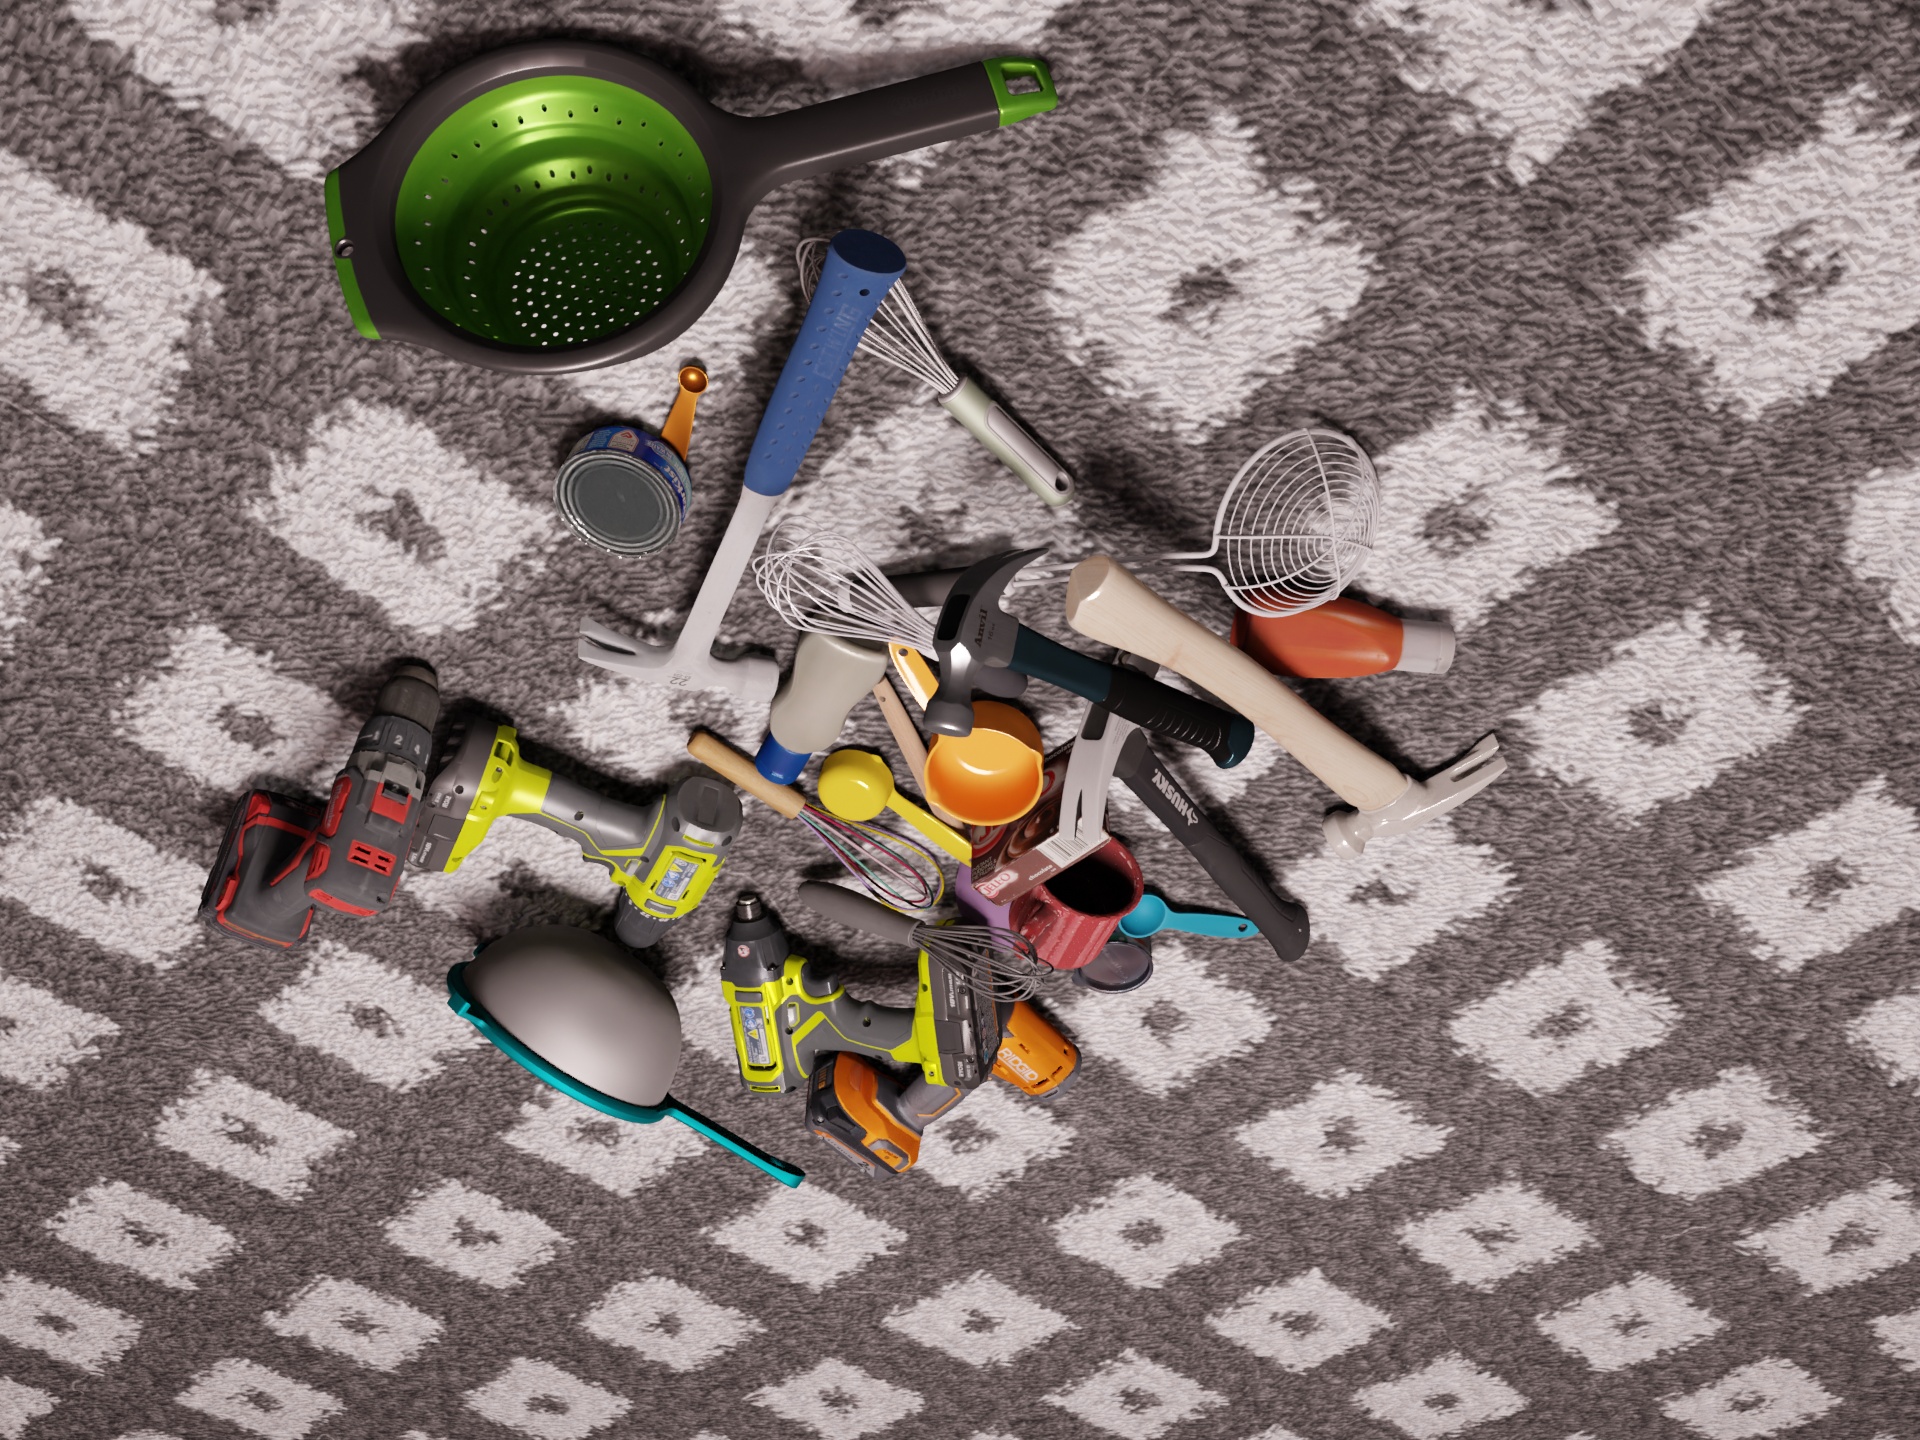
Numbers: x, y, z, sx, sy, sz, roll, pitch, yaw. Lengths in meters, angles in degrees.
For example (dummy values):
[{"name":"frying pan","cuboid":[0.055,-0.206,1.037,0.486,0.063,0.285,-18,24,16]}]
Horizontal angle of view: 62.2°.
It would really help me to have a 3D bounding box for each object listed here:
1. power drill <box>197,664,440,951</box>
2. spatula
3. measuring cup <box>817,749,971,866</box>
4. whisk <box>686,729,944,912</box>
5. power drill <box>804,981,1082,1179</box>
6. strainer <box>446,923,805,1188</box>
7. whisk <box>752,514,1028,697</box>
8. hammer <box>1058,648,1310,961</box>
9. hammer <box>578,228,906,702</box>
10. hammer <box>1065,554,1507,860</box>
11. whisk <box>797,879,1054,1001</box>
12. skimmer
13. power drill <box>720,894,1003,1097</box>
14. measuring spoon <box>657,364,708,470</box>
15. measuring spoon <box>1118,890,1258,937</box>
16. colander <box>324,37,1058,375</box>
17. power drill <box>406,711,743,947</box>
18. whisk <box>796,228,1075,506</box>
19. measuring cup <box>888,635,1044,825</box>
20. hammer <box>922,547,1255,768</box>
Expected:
[{"name":"power drill","cuboid":[-0.465,0.069,1.179,0.080,0.188,0.226,30,144,-34]},{"name":"spatula","cuboid":[-0.008,0.084,1.253,0.060,0.018,0.315,-6,132,23]},{"name":"measuring cup","cuboid":[-0.043,0.080,1.226,0.156,0.029,0.062,36,132,-13]},{"name":"whisk","cuboid":[-0.112,0.083,1.241,0.244,0.051,0.047,35,129,-21]},{"name":"power drill","cuboid":[-0.029,0.305,1.406,0.226,0.084,0.164,-32,120,21]},{"name":"strainer","cuboid":[-0.252,0.264,1.308,0.340,0.211,0.095,35,87,-11]},{"name":"whisk","cuboid":[-0.035,-0.060,1.050,0.070,0.070,0.284,-30,149,24]},{"name":"hammer","cuboid":[0.182,0.096,1.203,0.035,0.146,0.334,3,148,42]},{"name":"hammer","cuboid":[-0.131,-0.139,0.985,0.144,0.035,0.405,9,144,-21]},{"name":"hammer","cuboid":[0.221,-0.014,1.084,0.146,0.038,0.410,-34,137,27]},{"name":"whisk","cuboid":[-0.032,0.163,1.226,0.239,0.055,0.055,16,139,33]},{"name":"skimmer","cuboid":[0.096,-0.116,1.072,0.363,0.090,0.127,-5,124,19]},{"name":"power drill","cuboid":[-0.087,0.226,1.309,0.223,0.080,0.171,-2,106,17]},{"name":"measuring spoon","cuboid":[-0.185,-0.185,1.037,0.021,0.011,0.116,21,132,-8]},{"name":"measuring spoon","cuboid":[0.188,0.162,1.319,0.128,0.021,0.042,9,115,-17]},{"name":"colander","cuboid":[-0.139,-0.287,0.890,0.397,0.205,0.094,-16,164,-5]},{"name":"power drill","cuboid":[-0.303,0.095,1.236,0.228,0.080,0.190,20,134,-18]},{"name":"whisk","cuboid":[-0.010,-0.212,0.984,0.246,0.058,0.059,39,156,-32]},{"name":"measuring cup","cuboid":[-0.002,-0.004,1.161,0.095,0.052,0.173,-23,116,20]},{"name":"hammer","cuboid":[0.100,-0.021,1.056,0.033,0.128,0.330,3,169,42]}]
